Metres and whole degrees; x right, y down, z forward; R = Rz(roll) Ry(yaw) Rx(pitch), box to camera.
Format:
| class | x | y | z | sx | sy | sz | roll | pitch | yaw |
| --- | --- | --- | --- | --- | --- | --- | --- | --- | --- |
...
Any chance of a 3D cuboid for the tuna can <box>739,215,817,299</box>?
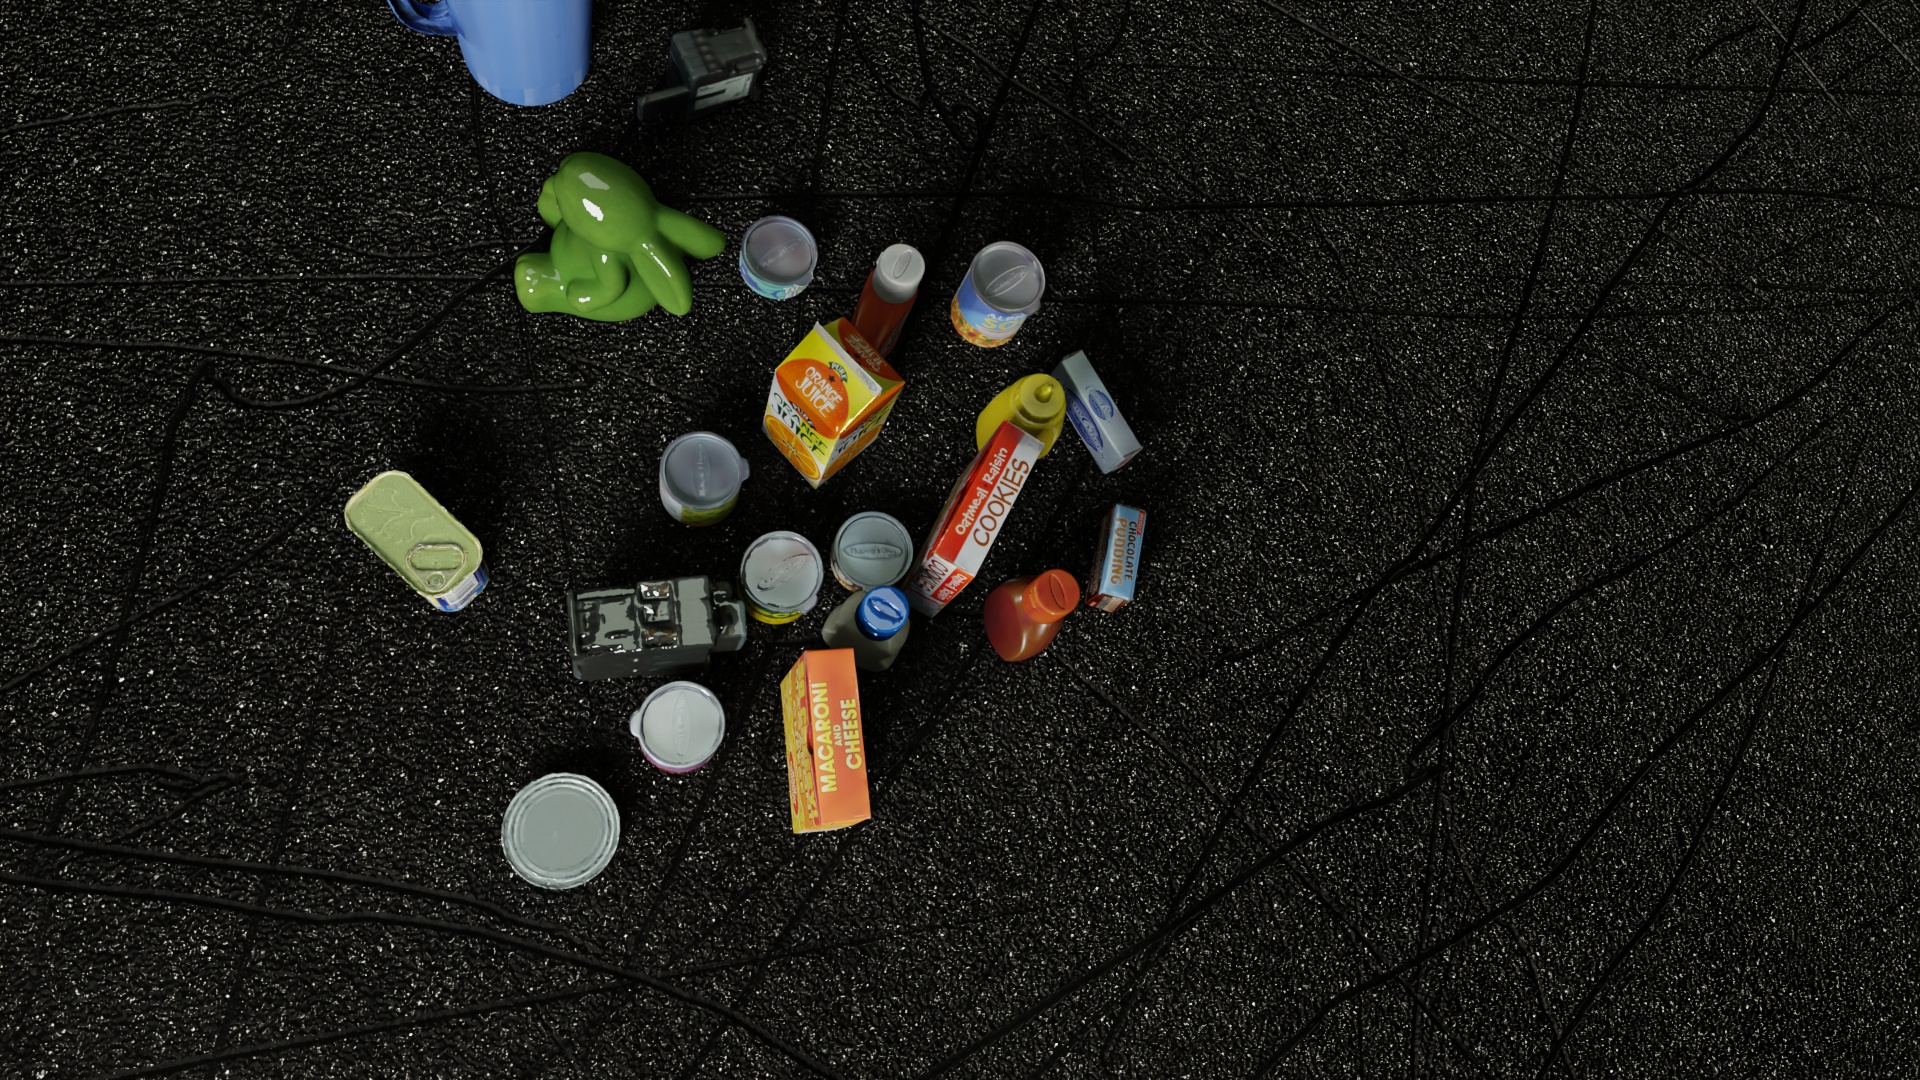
| class | x | y | z | sx | sy | sz | roll | pitch | yaw |
| --- | --- | --- | --- | --- | --- | --- | --- | --- | --- |
| tuna can | -0.157 | -0.244 | 1.211 | 0.071 | 0.032 | 0.071 | 3 | 75 | -12 |

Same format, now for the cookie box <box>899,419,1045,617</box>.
| class | x | y | z | sx | sy | sz | roll | pitch | yaw |
| --- | --- | --- | --- | --- | --- | --- | --- | --- | --- |
| cookie box | 0.004 | -0.014 | 1.116 | 0.040 | 0.167 | 0.123 | 29 | 72 | -4 |

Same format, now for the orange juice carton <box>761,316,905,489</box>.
| class | x | y | z | sx | sy | sz | roll | pitch | yaw |
| --- | --- | --- | --- | --- | --- | --- | --- | --- | --- |
| orange juice carton | -0.102 | -0.113 | 1.105 | 0.073 | 0.192 | 0.072 | -42 | 88 | -19 |

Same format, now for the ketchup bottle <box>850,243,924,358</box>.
| class | x | y | z | sx | sy | sz | roll | pitch | yaw |
| --- | --- | --- | --- | --- | --- | --- | --- | --- | --- |
| ketchup bottle | -0.062 | -0.200 | 1.160 | 0.043 | 0.148 | 0.065 | 28 | 72 | -5 |

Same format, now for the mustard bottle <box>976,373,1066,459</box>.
| class | x | y | z | sx | sy | sz | roll | pitch | yaw |
| --- | --- | --- | --- | --- | --- | --- | --- | --- | --- |
| mustard bottle | 0.057 | -0.105 | 1.156 | 0.065 | 0.159 | 0.049 | -3 | 77 | -13 |

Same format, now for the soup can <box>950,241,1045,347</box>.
| class | x | y | z | sx | sy | sz | roll | pitch | yaw |
| --- | --- | --- | --- | --- | --- | --- | --- | --- | --- |
| soup can | 0.033 | -0.212 | 1.219 | 0.071 | 0.083 | 0.071 | 3 | 75 | -12 |

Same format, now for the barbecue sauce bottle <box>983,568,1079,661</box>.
| class | x | y | z | sx | sy | sz | roll | pitch | yaw |
| --- | --- | --- | --- | --- | --- | --- | --- | --- | --- |
| barbecue sauce bottle | 0.057 | 0.056 | 1.120 | 0.044 | 0.148 | 0.065 | -15 | 80 | -16 |

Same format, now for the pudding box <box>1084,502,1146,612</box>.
| class | x | y | z | sx | sy | sz | roll | pitch | yaw |
| --- | --- | --- | --- | --- | --- | --- | --- | --- | --- |
| pudding box | 0.134 | 0.015 | 1.200 | 0.030 | 0.049 | 0.084 | 15 | 73 | -9 |

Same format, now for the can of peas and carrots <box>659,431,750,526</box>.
| class | x | y | z | sx | sy | sz | roll | pitch | yaw |
| --- | --- | --- | --- | --- | --- | --- | --- | --- | --- |
| can of peas and carrots | -0.210 | -0.050 | 1.134 | 0.071 | 0.058 | 0.071 | 3 | 75 | -12 |

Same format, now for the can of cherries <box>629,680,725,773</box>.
| class | x | y | z | sx | sy | sz | roll | pitch | yaw |
| --- | --- | --- | --- | --- | --- | --- | --- | --- | --- |
| can of cherries | -0.221 | 0.145 | 1.081 | 0.071 | 0.058 | 0.071 | 3 | 75 | -12 |

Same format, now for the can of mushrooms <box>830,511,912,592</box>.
| class | x | y | z | sx | sy | sz | roll | pitch | yaw |
| --- | --- | --- | --- | --- | --- | --- | --- | --- | --- |
| can of mushrooms | -0.075 | 0.014 | 1.162 | 0.071 | 0.033 | 0.071 | 3 | 75 | -12 |

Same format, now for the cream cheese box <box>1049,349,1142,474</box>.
| class | x | y | z | sx | sy | sz | roll | pitch | yaw |
| --- | --- | --- | --- | --- | --- | --- | --- | --- | --- |
| cream cheese box | 0.117 | -0.112 | 1.228 | 0.024 | 0.053 | 0.104 | -29 | 84 | -18 |

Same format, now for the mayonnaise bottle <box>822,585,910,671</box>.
| class | x | y | z | sx | sy | sz | roll | pitch | yaw |
| --- | --- | --- | --- | --- | --- | --- | --- | --- | --- |
| mayonnaise bottle | -0.070 | 0.067 | 1.088 | 0.065 | 0.147 | 0.041 | 31 | 72 | -4 |

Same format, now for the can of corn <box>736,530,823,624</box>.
| class | x | y | z | sx | sy | sz | roll | pitch | yaw |
| --- | --- | --- | --- | --- | --- | --- | --- | --- | --- |
| can of corn | -0.146 | 0.033 | 1.127 | 0.071 | 0.058 | 0.071 | 3 | 75 | -12 |

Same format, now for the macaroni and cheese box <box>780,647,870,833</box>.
| class | x | y | z | sx | sy | sz | roll | pitch | yaw |
| --- | --- | --- | --- | --- | --- | --- | --- | --- | --- |
| macaroni and cheese box | -0.105 | 0.155 | 1.048 | 0.040 | 0.166 | 0.124 | -4 | 77 | -14 |
